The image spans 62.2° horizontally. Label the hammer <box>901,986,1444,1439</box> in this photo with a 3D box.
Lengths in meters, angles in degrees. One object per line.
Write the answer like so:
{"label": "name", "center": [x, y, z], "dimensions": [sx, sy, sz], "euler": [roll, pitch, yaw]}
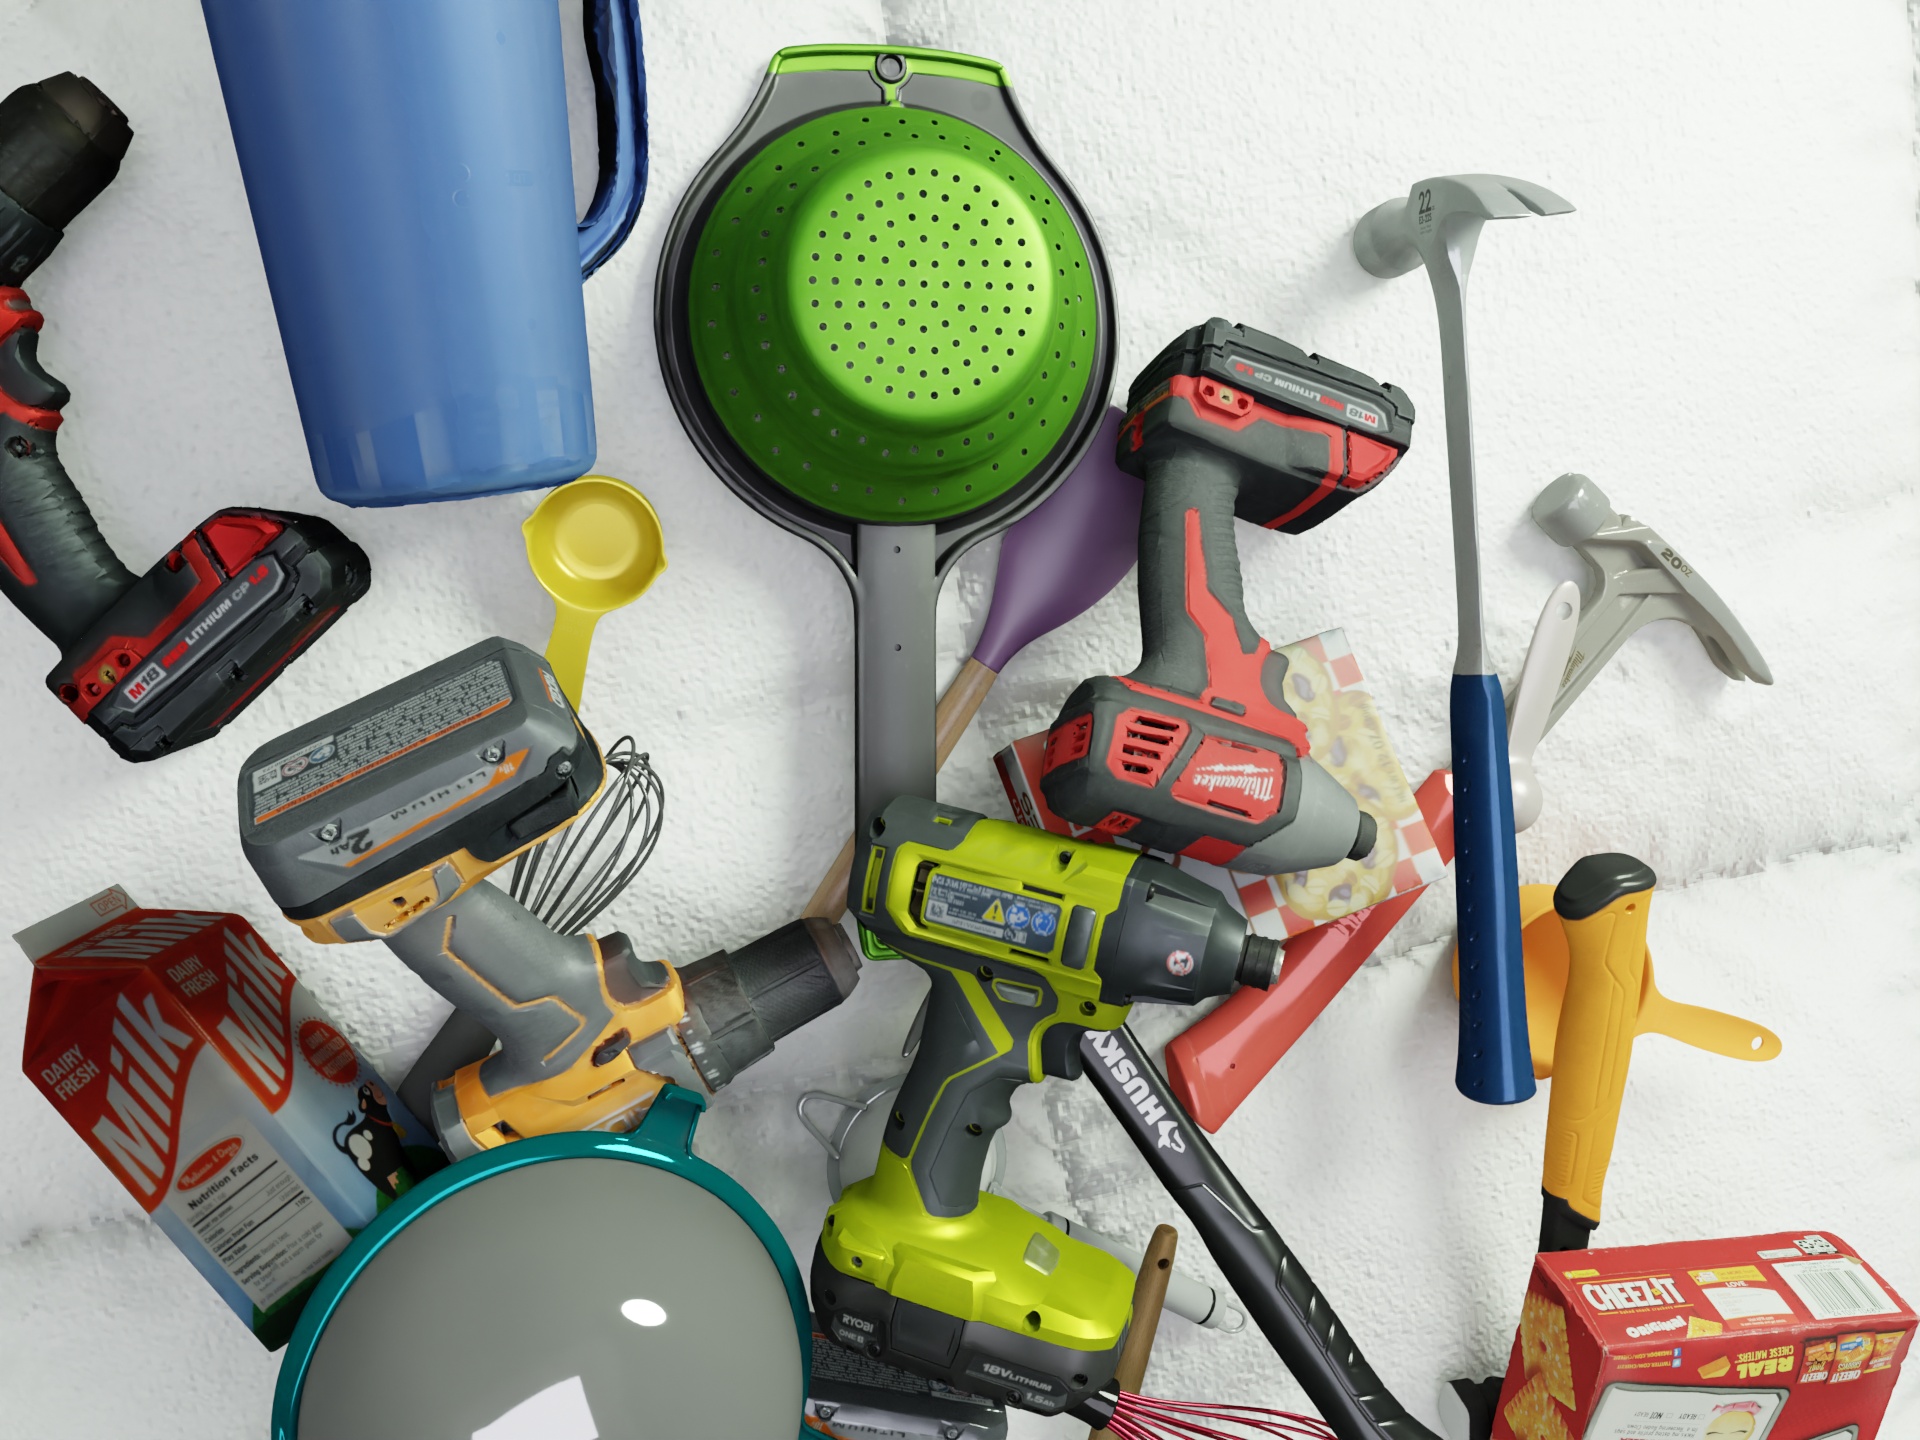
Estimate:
{"label": "hammer", "center": [0.110, 0.221, 0.717], "dimensions": [0.146, 0.035, 0.335], "euler": [-34, 83, -9]}

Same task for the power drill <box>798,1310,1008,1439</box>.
{"label": "power drill", "center": [-0.080, 0.397, 0.740], "dimensions": [0.164, 0.084, 0.226], "euler": [15, 99, -13]}

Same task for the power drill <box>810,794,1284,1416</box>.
{"label": "power drill", "center": [0.028, 0.156, 0.651], "dimensions": [0.171, 0.080, 0.223], "euler": [14, 102, 13]}

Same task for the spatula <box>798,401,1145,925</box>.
{"label": "spatula", "center": [-0.001, -0.002, 0.728], "dimensions": [0.059, 0.018, 0.316], "euler": [34, 90, -11]}

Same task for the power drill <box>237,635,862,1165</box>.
{"label": "power drill", "center": [-0.149, 0.079, 0.627], "dimensions": [0.185, 0.084, 0.226], "euler": [-27, 127, -9]}

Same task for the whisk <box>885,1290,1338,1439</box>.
{"label": "whisk", "center": [0.084, 0.321, 0.727], "dimensions": [0.295, 0.073, 0.073], "euler": [28, 92, -6]}

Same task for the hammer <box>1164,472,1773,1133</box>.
{"label": "hammer", "center": [0.234, 0.060, 0.774], "dimensions": [0.149, 0.037, 0.359], "euler": [41, 88, -14]}

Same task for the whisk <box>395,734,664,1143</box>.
{"label": "whisk", "center": [-0.200, 0.110, 0.694], "dimensions": [0.055, 0.055, 0.239], "euler": [31, 96, -14]}

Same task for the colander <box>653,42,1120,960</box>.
{"label": "colander", "center": [-0.022, -0.089, 0.659], "dimensions": [0.204, 0.094, 0.397], "euler": [-1, 94, -10]}

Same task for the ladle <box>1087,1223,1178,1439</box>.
{"label": "ladle", "center": [0.060, 0.390, 0.778], "dimensions": [0.069, 0.031, 0.315], "euler": [11, 101, -15]}

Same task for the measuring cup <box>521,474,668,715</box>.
{"label": "measuring cup", "center": [-0.170, -0.032, 0.692], "dimensions": [0.062, 0.029, 0.156], "euler": [15, 107, -13]}

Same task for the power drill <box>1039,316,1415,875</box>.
{"label": "power drill", "center": [0.121, -0.045, 0.673], "dimensions": [0.143, 0.078, 0.220], "euler": [17, 71, -15]}

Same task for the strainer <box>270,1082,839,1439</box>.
{"label": "strainer", "center": [-0.199, 0.295, 0.574], "dimensions": [0.340, 0.095, 0.211], "euler": [-24, 103, -21]}

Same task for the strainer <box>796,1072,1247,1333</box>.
{"label": "strainer", "center": [0.038, 0.242, 0.761], "dimensions": [0.258, 0.050, 0.087], "euler": [30, 86, -17]}

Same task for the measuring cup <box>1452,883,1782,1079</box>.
{"label": "measuring cup", "center": [0.327, 0.137, 0.797], "dimensions": [0.173, 0.052, 0.095], "euler": [18, 95, -15]}

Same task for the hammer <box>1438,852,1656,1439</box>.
{"label": "hammer", "center": [0.305, 0.214, 0.770], "dimensions": [0.127, 0.034, 0.336], "euler": [-8, 115, -10]}

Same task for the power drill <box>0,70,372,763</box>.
{"label": "power drill", "center": [-0.338, -0.116, 0.618], "dimensions": [0.188, 0.080, 0.226], "euler": [-45, 101, -3]}

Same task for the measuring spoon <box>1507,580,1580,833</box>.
{"label": "measuring spoon", "center": [0.272, -0.005, 0.745], "dimensions": [0.034, 0.018, 0.124], "euler": [14, 94, -13]}

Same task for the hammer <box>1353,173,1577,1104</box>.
{"label": "hammer", "center": [0.225, -0.031, 0.694], "dimensions": [0.035, 0.144, 0.405], "euler": [-6, 97, -7]}
